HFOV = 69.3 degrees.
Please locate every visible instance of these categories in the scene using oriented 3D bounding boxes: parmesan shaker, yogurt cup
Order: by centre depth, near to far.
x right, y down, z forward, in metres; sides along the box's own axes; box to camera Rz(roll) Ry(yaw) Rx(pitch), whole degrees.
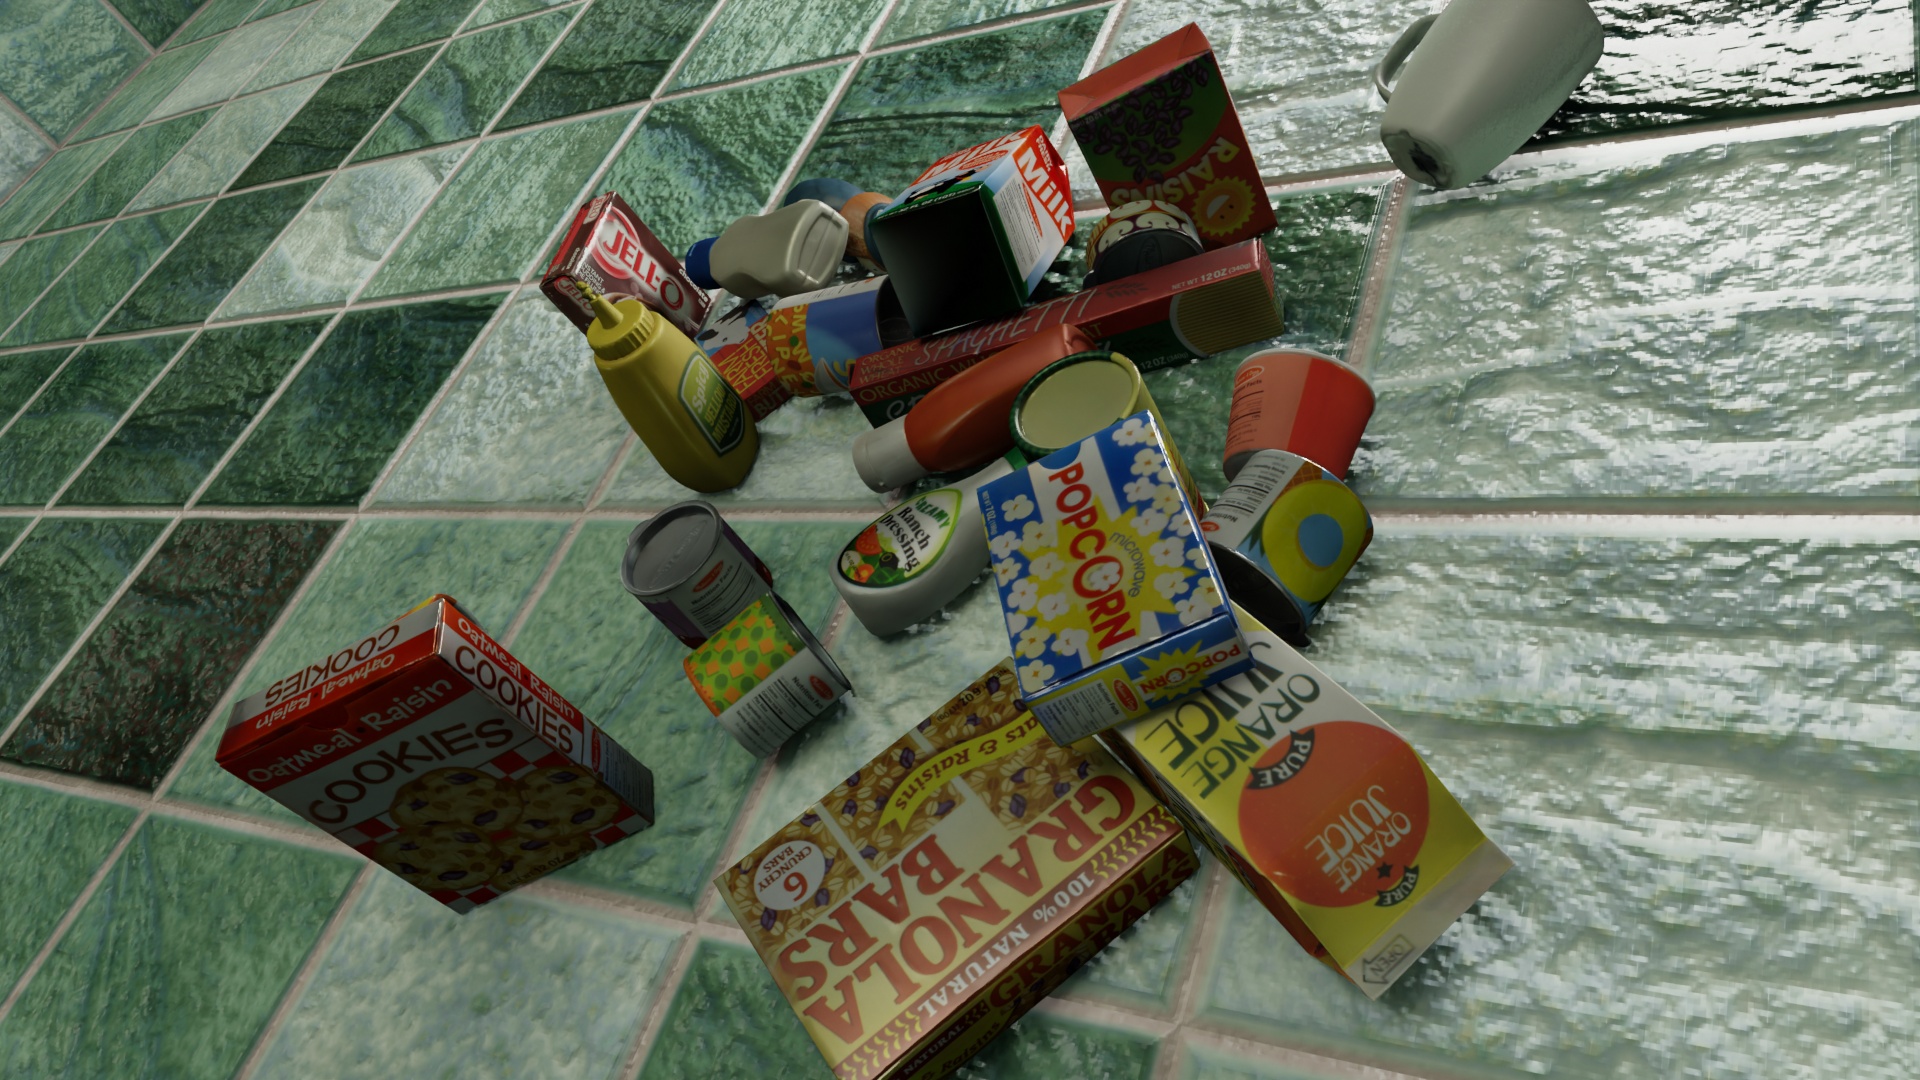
[{"bbox_3d":[0.157,-0.051,0.657,0.072,0.072,0.054,4,63,35],"label":"yogurt cup"},{"bbox_3d":[0.072,-0.035,0.665,0.071,0.102,0.072,-18,45,19],"label":"parmesan shaker"}]

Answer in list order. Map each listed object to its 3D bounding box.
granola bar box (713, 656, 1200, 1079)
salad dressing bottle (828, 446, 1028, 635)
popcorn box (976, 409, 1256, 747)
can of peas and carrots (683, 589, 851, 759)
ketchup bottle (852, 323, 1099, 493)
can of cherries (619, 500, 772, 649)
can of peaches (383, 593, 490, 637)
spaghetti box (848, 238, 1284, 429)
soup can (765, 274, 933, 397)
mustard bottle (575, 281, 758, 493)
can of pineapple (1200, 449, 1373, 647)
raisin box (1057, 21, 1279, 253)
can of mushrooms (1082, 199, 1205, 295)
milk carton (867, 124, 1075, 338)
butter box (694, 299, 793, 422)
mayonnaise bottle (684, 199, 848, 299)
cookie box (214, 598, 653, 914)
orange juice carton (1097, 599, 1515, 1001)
[{"bbox_3d":[-0.004,0.140,0.581,0.166,0.039,0.124,-36,46,-12],"label":"granola bar box"},{"bbox_3d":[0.003,-0.009,0.730,0.148,0.044,0.064,-35,43,-1],"label":"salad dressing bottle"},{"bbox_3d":[0.060,0.013,0.567,0.085,0.038,0.127,-25,41,12],"label":"popcorn box"},{"bbox_3d":[-0.100,0.067,0.708,0.059,0.070,0.071,-39,42,-4],"label":"can of peas and carrots"},{"bbox_3d":[0.009,-0.068,0.769,0.148,0.064,0.044,-22,60,25],"label":"ketchup bottle"},{"bbox_3d":[-0.150,0.019,0.790,0.071,0.058,0.072,-18,46,19],"label":"can of cherries"},{"bbox_3d":[-0.321,0.075,0.839,0.058,0.071,0.071,-33,42,1],"label":"can of peaches"},{"bbox_3d":[0.054,-0.108,0.783,0.250,0.050,0.029,-13,45,22],"label":"spaghetti box"},{"bbox_3d":[-0.068,-0.124,0.865,0.083,0.071,0.072,-7,49,29],"label":"soup can"},{"bbox_3d":[-0.181,-0.096,0.839,0.049,0.159,0.065,-8,50,25],"label":"mustard bottle"},{"bbox_3d":[0.141,0.003,0.617,0.071,0.070,0.058,25,68,44],"label":"can of pineapple"},{"bbox_3d":[0.119,-0.215,0.785,0.086,0.123,0.040,-24,43,12],"label":"raisin box"},{"bbox_3d":[0.102,-0.156,0.783,0.071,0.070,0.034,-21,43,15],"label":"can of mushrooms"},{"bbox_3d":[0.016,-0.197,0.848,0.072,0.073,0.191,-12,25,24],"label":"milk carton"},{"bbox_3d":[-0.139,-0.123,0.938,0.053,0.024,0.104,-38,42,-2],"label":"butter box"},{"bbox_3d":[-0.136,-0.192,0.942,0.148,0.041,0.065,7,72,51],"label":"mayonnaise bottle"},{"bbox_3d":[-0.252,0.113,0.686,0.123,0.167,0.040,-26,43,10],"label":"cookie box"},{"bbox_3d":[0.119,0.089,0.545,0.072,0.072,0.193,-40,42,-6],"label":"orange juice carton"}]
